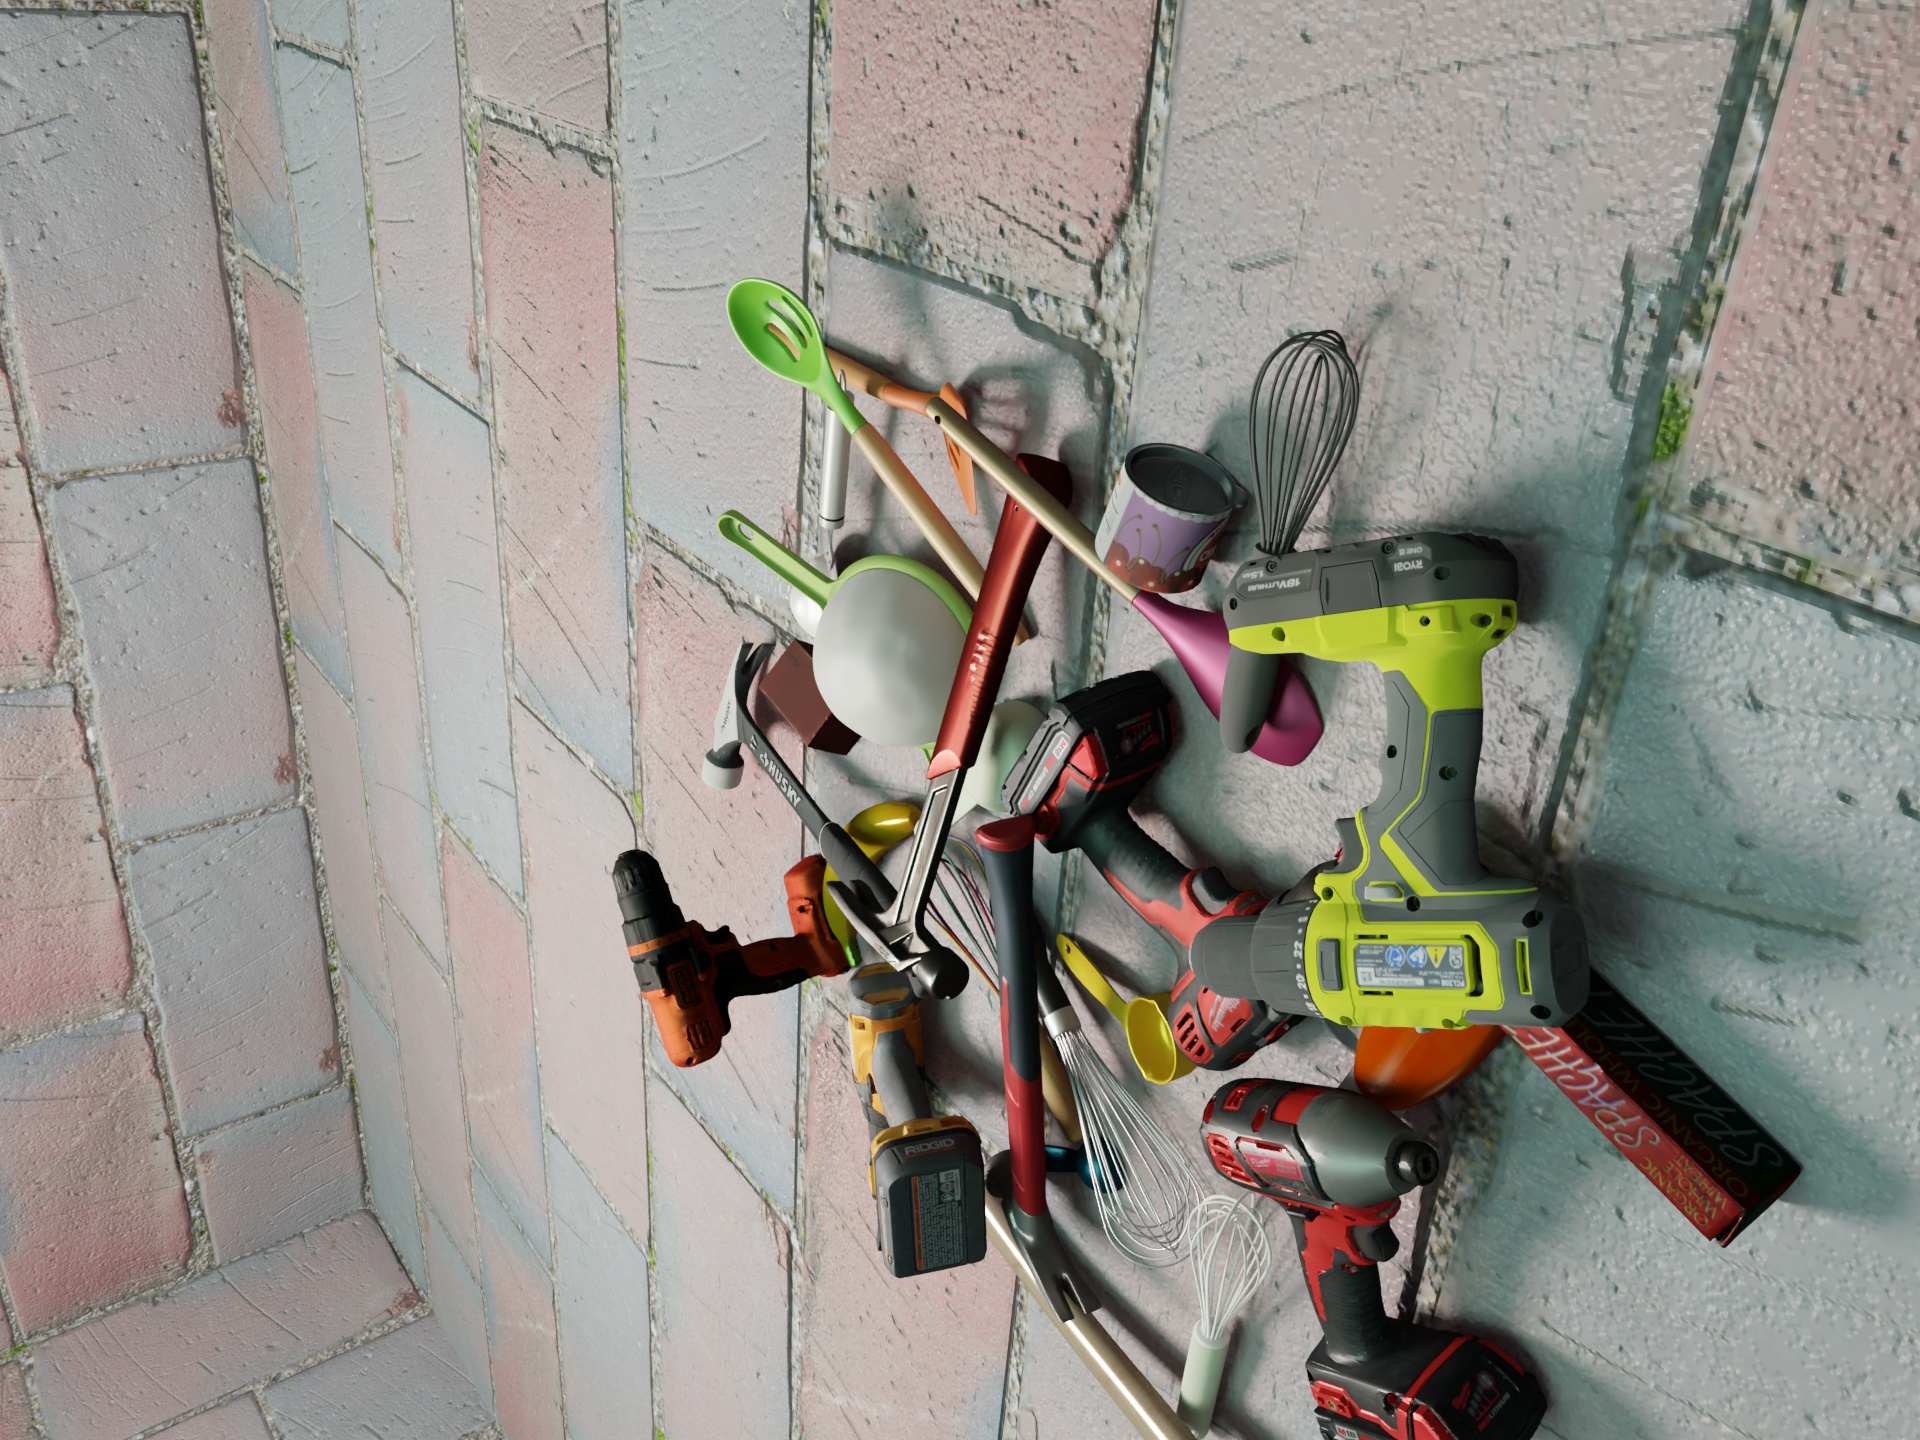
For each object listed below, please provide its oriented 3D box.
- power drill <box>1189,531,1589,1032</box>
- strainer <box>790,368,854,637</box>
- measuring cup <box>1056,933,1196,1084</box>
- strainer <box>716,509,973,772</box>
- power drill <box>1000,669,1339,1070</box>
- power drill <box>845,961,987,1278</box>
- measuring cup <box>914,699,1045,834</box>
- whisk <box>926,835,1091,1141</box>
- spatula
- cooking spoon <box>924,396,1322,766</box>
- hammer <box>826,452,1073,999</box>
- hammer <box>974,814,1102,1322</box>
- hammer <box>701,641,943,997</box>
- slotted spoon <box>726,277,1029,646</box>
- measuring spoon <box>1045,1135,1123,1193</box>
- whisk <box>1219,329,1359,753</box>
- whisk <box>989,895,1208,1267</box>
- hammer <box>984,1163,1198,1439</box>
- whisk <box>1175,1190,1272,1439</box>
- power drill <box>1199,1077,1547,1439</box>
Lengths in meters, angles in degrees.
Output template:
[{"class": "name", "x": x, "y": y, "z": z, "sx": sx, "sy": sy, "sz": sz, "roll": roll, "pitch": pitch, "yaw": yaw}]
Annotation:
[{"class": "power drill", "x": 0.192, "y": 0.034, "z": 0.767, "sx": 0.190, "sy": 0.080, "sz": 0.228, "roll": -6, "pitch": 86, "yaw": 40}, {"class": "strainer", "x": -0.098, "y": -0.144, "z": 1.182, "sx": 0.087, "sy": 0.050, "sz": 0.258, "roll": -109, "pitch": 21, "yaw": -48}, {"class": "measuring cup", "x": 0.112, "y": 0.184, "z": 1.066, "sx": 0.157, "sy": 0.029, "sz": 0.062, "roll": -137, "pitch": 43, "yaw": -54}, {"class": "strainer", "x": -0.095, "y": -0.068, "z": 1.145, "sx": 0.256, "sy": 0.069, "sz": 0.151, "roll": 37, "pitch": 133, "yaw": 16}, {"class": "power drill", "x": 0.136, "y": 0.077, "z": 0.935, "sx": 0.227, "sy": 0.080, "sz": 0.187, "roll": 54, "pitch": 142, "yaw": 22}, {"class": "power drill", "x": -0.041, "y": 0.325, "z": 1.241, "sx": 0.226, "sy": 0.084, "sz": 0.185, "roll": -116, "pitch": 20, "yaw": -58}, {"class": "measuring cup", "x": 0.004, "y": 0.048, "z": 1.119, "sx": 0.167, "sy": 0.038, "sz": 0.083, "roll": -41, "pitch": 69, "yaw": 42}, {"class": "whisk", "x": 0.029, "y": 0.195, "z": 1.167, "sx": 0.051, "sy": 0.047, "sz": 0.245, "roll": -41, "pitch": 73, "yaw": 52}, {"class": "spatula", "x": -0.070, "y": -0.237, "z": 1.127, "sx": 0.323, "sy": 0.041, "sz": 0.081, "roll": 36, "pitch": 143, "yaw": 44}, {"class": "cooking spoon", "x": 0.088, "y": -0.090, "z": 0.938, "sx": 0.319, "sy": 0.017, "sz": 0.068, "roll": 45, "pitch": 138, "yaw": 19}, {"class": "hammer", "x": -0.002, "y": -0.003, "z": 1.054, "sx": 0.149, "sy": 0.036, "sz": 0.359, "roll": 38, "pitch": 118, "yaw": 48}, {"class": "hammer", "x": 0.047, "y": 0.230, "z": 1.057, "sx": 0.143, "sy": 0.038, "sz": 0.386, "roll": -126, "pitch": 26, "yaw": -51}, {"class": "hammer", "x": -0.108, "y": 0.081, "z": 1.258, "sx": 0.409, "sy": 0.036, "sz": 0.149, "roll": 45, "pitch": 128, "yaw": 47}, {"class": "slotted spoon", "x": -0.053, "y": -0.177, "z": 1.082, "sx": 0.314, "sy": 0.031, "sz": 0.070, "roll": 53, "pitch": 140, "yaw": 5}, {"class": "measuring spoon", "x": 0.074, "y": 0.329, "z": 1.175, "sx": 0.128, "sy": 0.021, "sz": 0.042, "roll": -19, "pitch": 88, "yaw": 57}, {"class": "whisk", "x": 0.164, "y": -0.087, "z": 0.835, "sx": 0.055, "sy": 0.055, "sz": 0.238, "roll": 35, "pitch": 129, "yaw": 43}, {"class": "whisk", "x": 0.084, "y": 0.238, "z": 1.097, "sx": 0.285, "sy": 0.070, "sz": 0.070, "roll": 63, "pitch": 145, "yaw": 23}, {"class": "hammer", "x": 0.109, "y": 0.469, "z": 1.135, "sx": 0.411, "sy": 0.038, "sz": 0.146, "roll": 41, "pitch": 145, "yaw": 49}, {"class": "whisk", "x": 0.168, "y": 0.400, "z": 1.053, "sx": 0.058, "sy": 0.059, "sz": 0.246, "roll": 24, "pitch": 130, "yaw": 28}, {"class": "power drill", "x": 0.224, "y": 0.298, "z": 0.860, "sx": 0.143, "sy": 0.078, "sz": 0.219, "roll": -9, "pitch": 107, "yaw": 56}]
